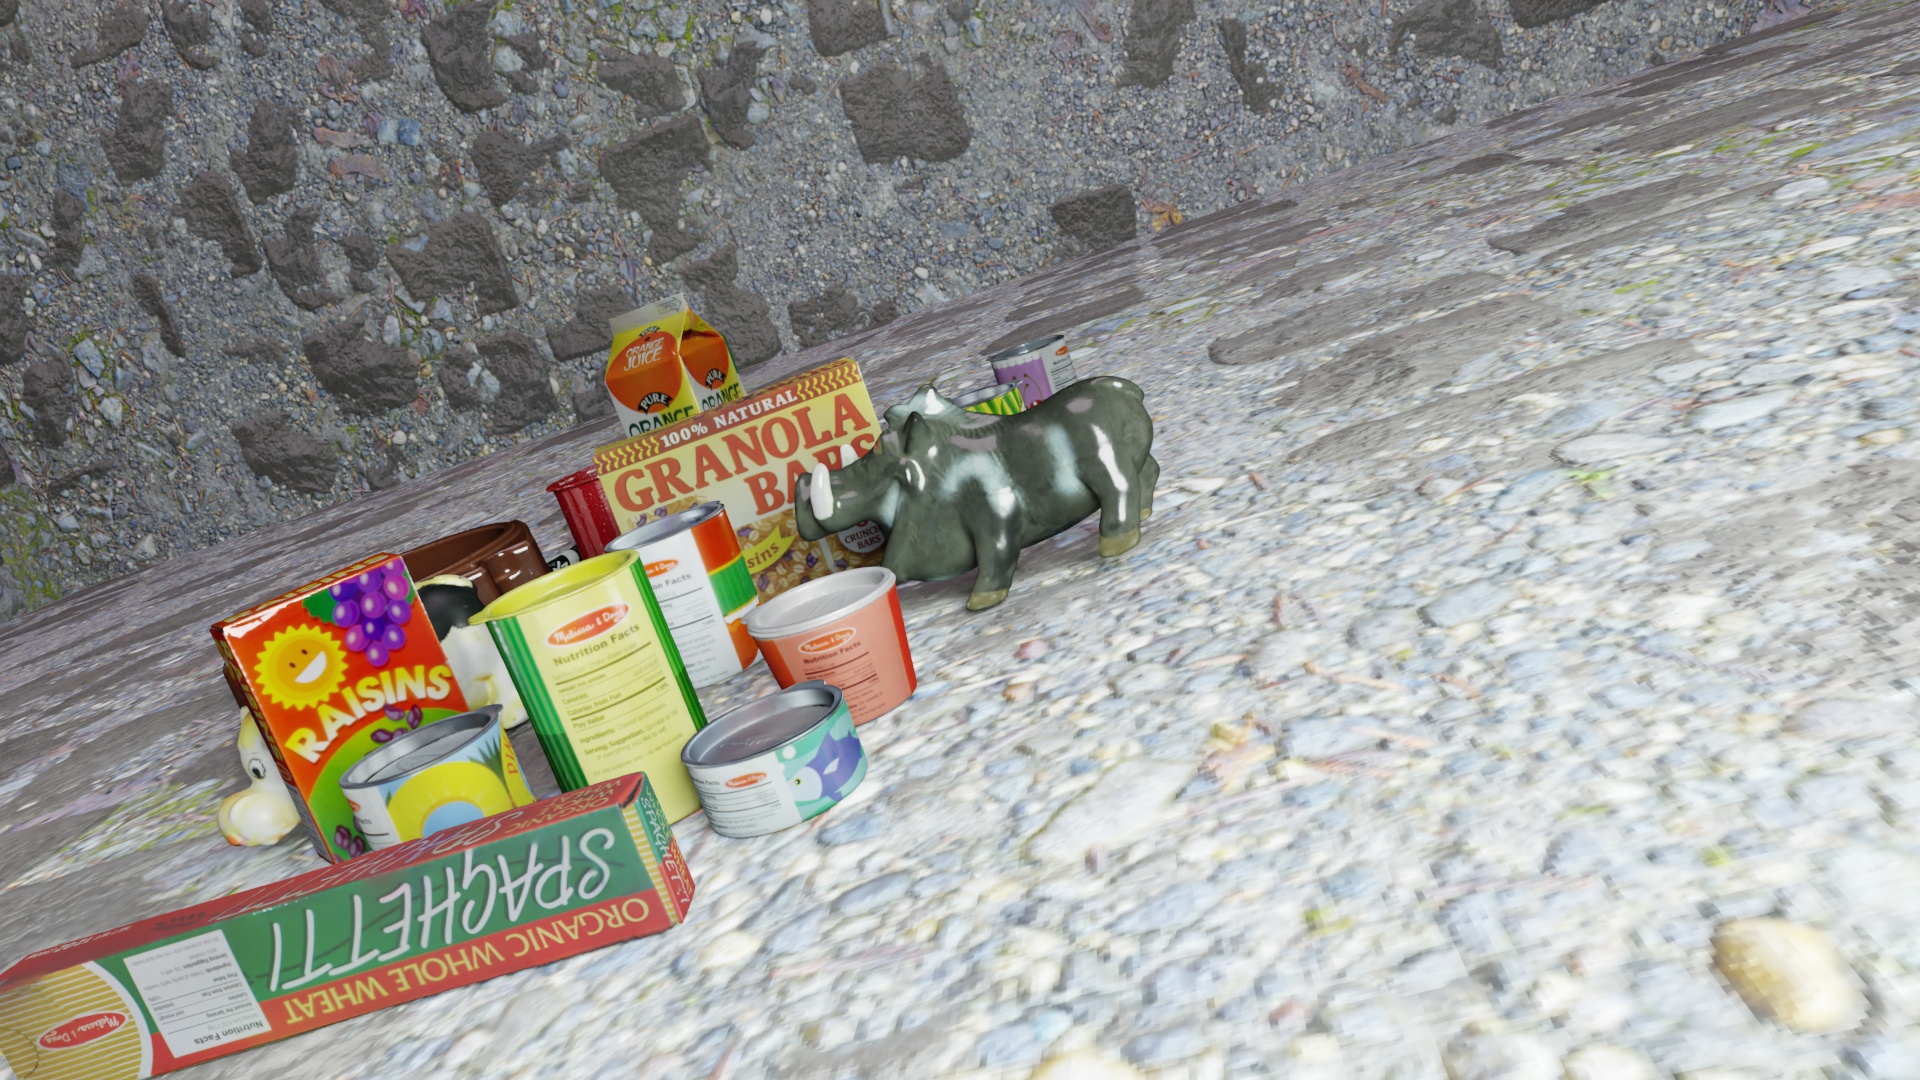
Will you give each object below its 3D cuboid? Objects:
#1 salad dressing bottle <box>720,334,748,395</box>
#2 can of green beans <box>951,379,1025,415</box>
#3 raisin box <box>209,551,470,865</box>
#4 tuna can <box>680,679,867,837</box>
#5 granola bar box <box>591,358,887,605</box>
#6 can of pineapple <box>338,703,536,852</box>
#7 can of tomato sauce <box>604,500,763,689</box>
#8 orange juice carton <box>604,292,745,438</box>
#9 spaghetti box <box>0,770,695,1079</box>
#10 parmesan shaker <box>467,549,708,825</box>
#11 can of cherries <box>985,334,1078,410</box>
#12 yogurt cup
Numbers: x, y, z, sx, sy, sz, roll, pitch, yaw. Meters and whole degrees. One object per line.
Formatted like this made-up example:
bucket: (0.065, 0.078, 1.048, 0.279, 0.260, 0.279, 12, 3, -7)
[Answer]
salad dressing bottle: (-0.201, -0.108, 1.233, 0.044, 0.147, 0.064, -30, 17, -38)
can of green beans: (0.019, -0.076, 0.996, 0.071, 0.057, 0.071, -18, 13, 5)
raisin box: (-0.286, 0.078, 0.663, 0.086, 0.123, 0.040, -28, 15, -33)
tuna can: (-0.070, 0.084, 0.539, 0.071, 0.032, 0.071, -18, 13, 4)
granola bar box: (-0.122, -0.025, 0.847, 0.166, 0.124, 0.039, -21, 13, -8)
can of pineapple: (-0.211, 0.109, 0.576, 0.071, 0.057, 0.071, -18, 13, 5)
can of tomato sauce: (-0.143, 0.029, 0.746, 0.071, 0.083, 0.071, -18, 13, 5)
orange juice carton: (-0.211, -0.091, 1.083, 0.071, 0.192, 0.073, -14, 14, 23)
spaghetti box: (-0.215, 0.139, 0.481, 0.250, 0.050, 0.029, -18, 13, 7)
parmesan shaker: (-0.147, 0.065, 0.569, 0.071, 0.103, 0.071, -18, 13, 5)
can of cherries: (0.062, -0.135, 1.171, 0.071, 0.058, 0.071, -18, 13, 5)
yogurt cup: (-0.053, 0.048, 0.609, 0.072, 0.054, 0.072, -18, 13, 5)
